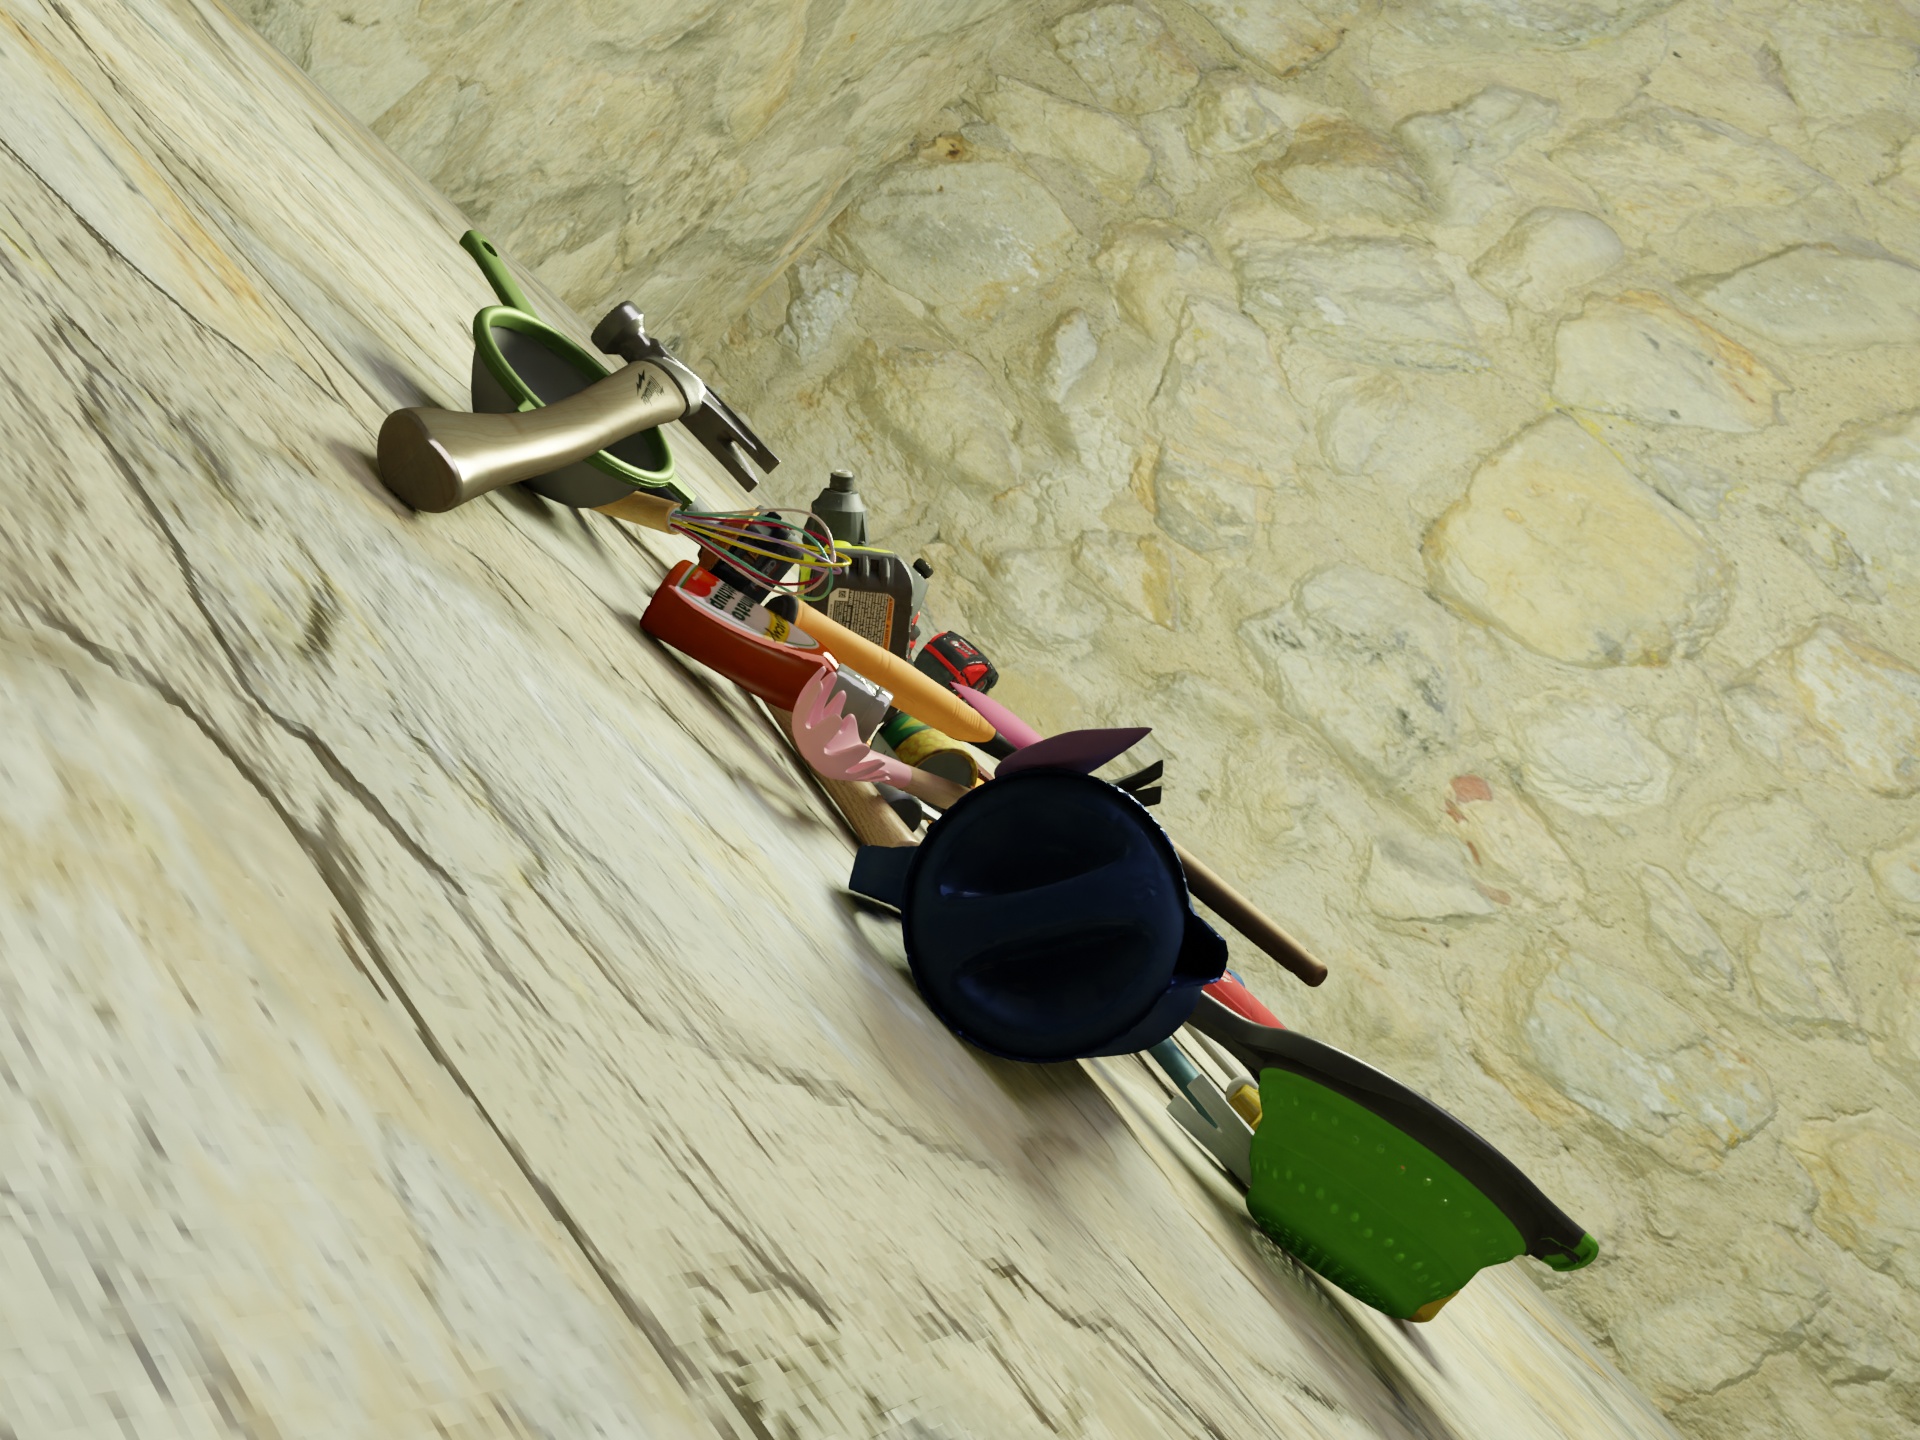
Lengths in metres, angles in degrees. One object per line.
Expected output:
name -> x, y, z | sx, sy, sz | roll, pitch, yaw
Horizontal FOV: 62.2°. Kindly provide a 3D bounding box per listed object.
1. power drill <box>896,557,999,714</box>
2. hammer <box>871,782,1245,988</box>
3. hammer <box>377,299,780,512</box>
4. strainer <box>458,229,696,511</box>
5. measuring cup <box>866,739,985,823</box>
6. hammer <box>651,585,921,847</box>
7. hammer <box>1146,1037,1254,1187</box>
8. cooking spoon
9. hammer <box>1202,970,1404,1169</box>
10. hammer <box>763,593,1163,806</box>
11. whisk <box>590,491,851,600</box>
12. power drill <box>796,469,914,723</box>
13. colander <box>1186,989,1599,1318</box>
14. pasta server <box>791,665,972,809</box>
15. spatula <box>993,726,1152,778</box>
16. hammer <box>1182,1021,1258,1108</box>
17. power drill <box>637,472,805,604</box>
power drill -> -0.051, -0.073, 1.619 | 0.079, 0.143, 0.219 | 43, 0, 32
hammer -> 0.065, 0.117, 1.140 | 0.405, 0.035, 0.144 | 33, 8, -33
hammer -> -0.203, -0.159, 0.885 | 0.146, 0.038, 0.411 | 46, 17, -8
strainer -> -0.282, -0.219, 1.017 | 0.151, 0.069, 0.257 | 21, 28, -56
measuring cup -> -0.009, 0.055, 1.267 | 0.174, 0.052, 0.095 | 47, 3, 9
hammer -> -0.108, -0.006, 1.008 | 0.129, 0.031, 0.332 | 42, 4, -44
hammer -> 0.130, 0.218, 1.144 | 0.128, 0.033, 0.331 | 43, 3, -41
cooking spoon -> 0.095, 0.057, 0.930 | 0.319, 0.017, 0.068 | 40, 3, 41
hammer -> 0.227, 0.222, 1.185 | 0.386, 0.038, 0.143 | 43, 29, -28
hammer -> -0.002, -0.003, 1.084 | 0.127, 0.034, 0.336 | -13, -31, 40
whisk -> -0.168, -0.126, 1.041 | 0.245, 0.047, 0.051 | 19, -43, 33
power drill -> -0.094, -0.097, 1.258 | 0.080, 0.171, 0.223 | 4, 18, -12
colander -> 0.169, 0.234, 0.949 | 0.397, 0.094, 0.204 | 33, -16, 20
pasta server -> -0.018, 0.034, 0.953 | 0.060, 0.040, 0.316 | 59, 14, 24
spatula -> 0.018, 0.046, 0.844 | 0.316, 0.059, 0.018 | 135, -50, -67
hammer -> 0.166, 0.228, 1.441 | 0.359, 0.036, 0.149 | 47, 4, 31
power drill -> -0.223, -0.173, 1.175 | 0.226, 0.084, 0.185 | 40, -2, -9
